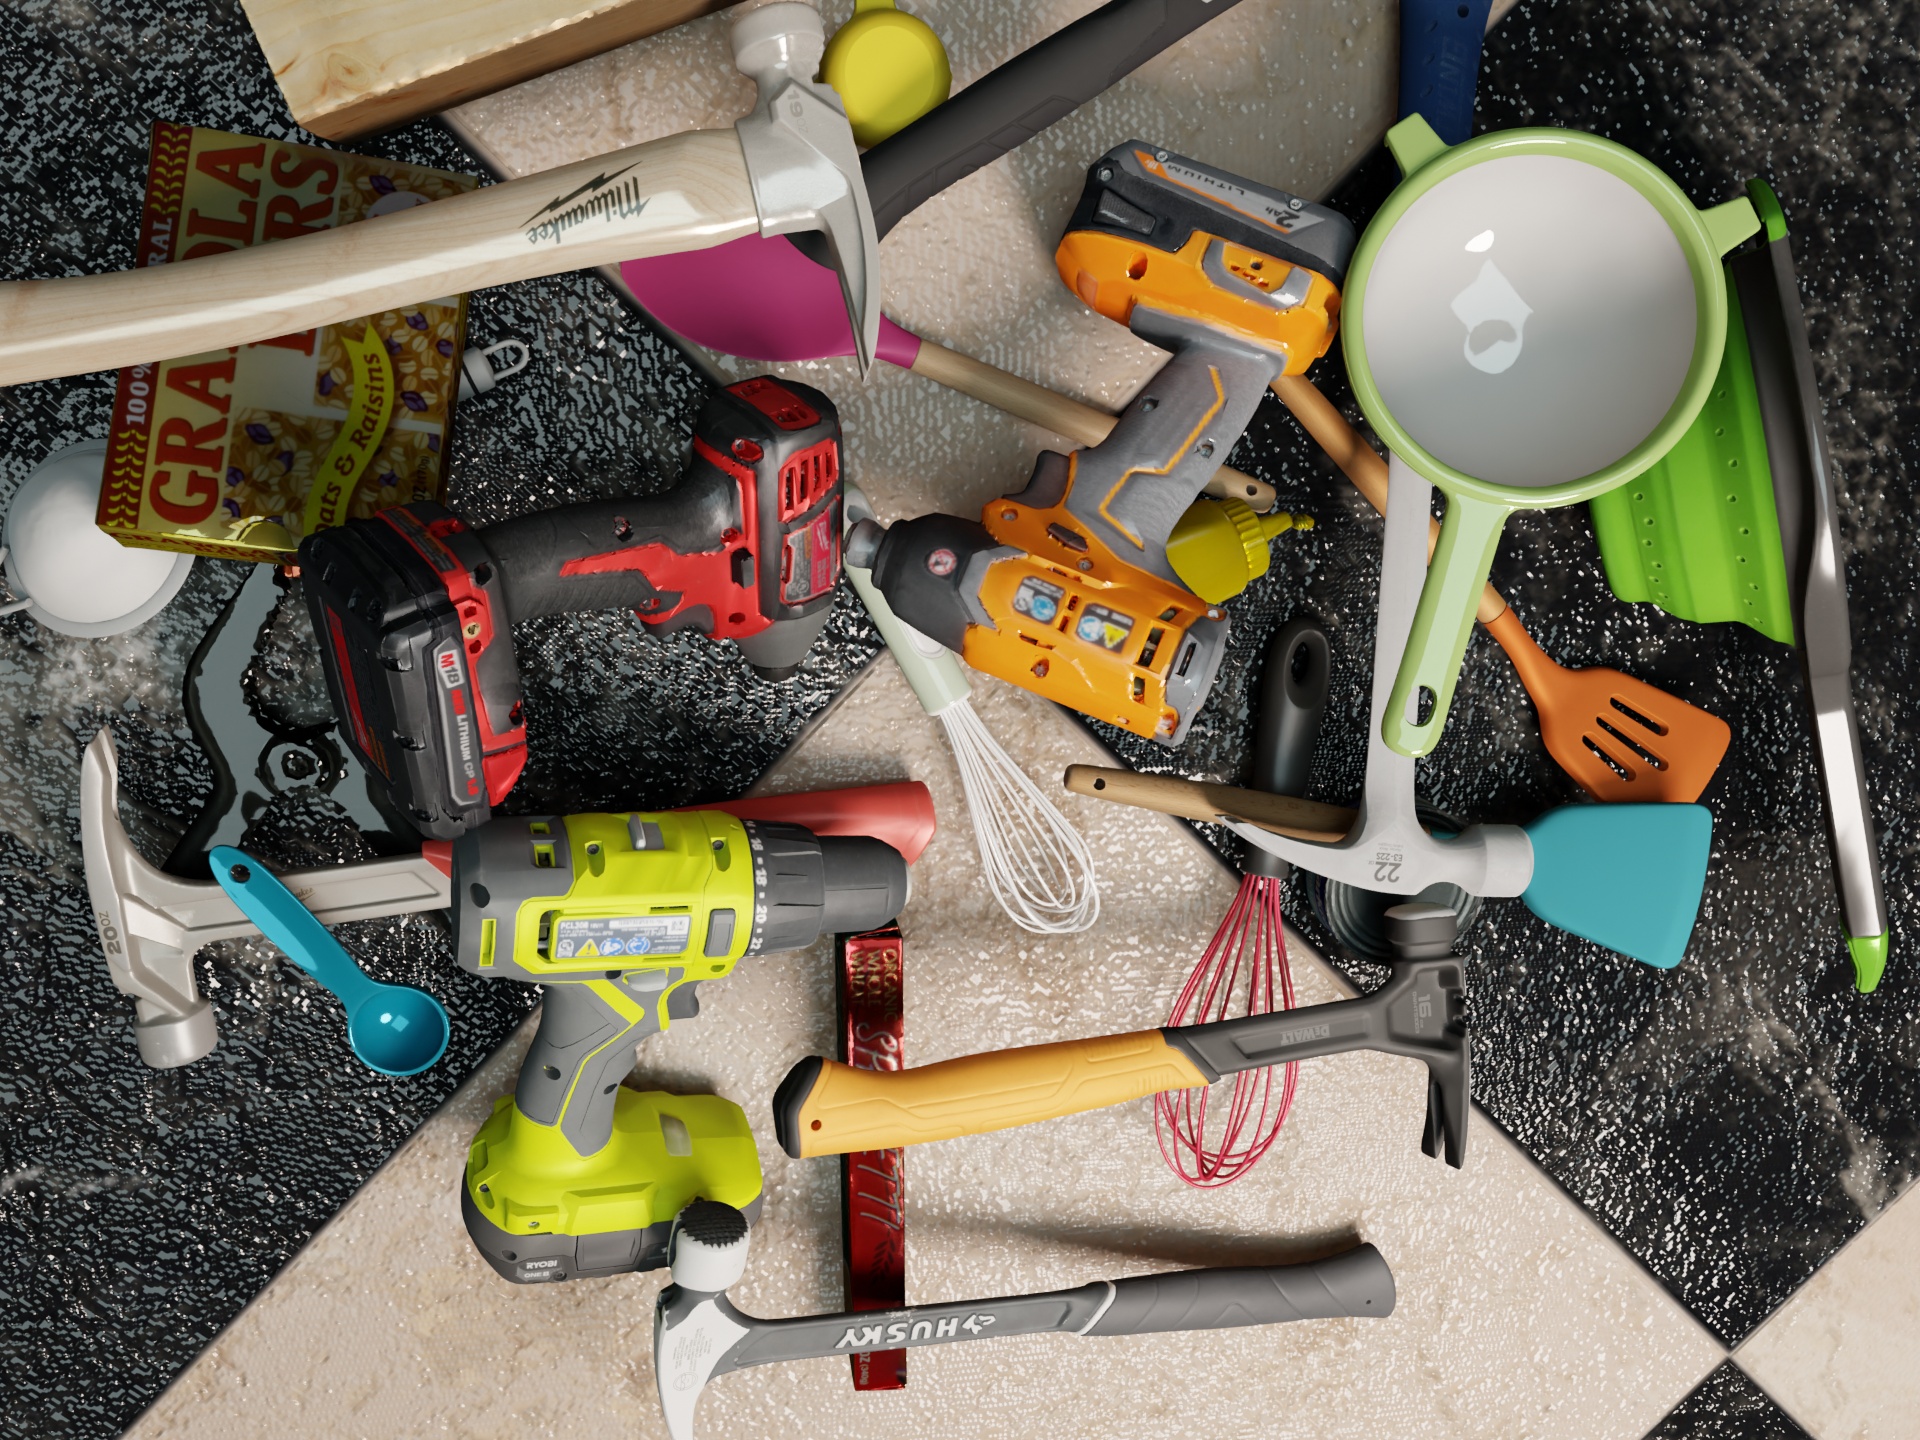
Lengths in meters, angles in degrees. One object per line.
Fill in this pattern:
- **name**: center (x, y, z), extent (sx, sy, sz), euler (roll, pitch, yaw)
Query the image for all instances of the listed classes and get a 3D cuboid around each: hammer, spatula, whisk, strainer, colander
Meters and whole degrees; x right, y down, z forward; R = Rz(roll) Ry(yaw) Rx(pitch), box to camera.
- **hammer**: center (0.082, 0.166, 0.733), extent (0.336, 0.034, 0.127), euler (-5, 92, -16)
- **spatula**: center (0.203, 0.053, 0.757), extent (0.317, 0.044, 0.082), euler (10, 94, -13)
- **whisk**: center (-0.001, -0.002, 0.748), extent (0.058, 0.059, 0.246), euler (-40, 106, -38)
- **strainer**: center (0.216, -0.111, 0.665), extent (0.151, 0.069, 0.256), euler (15, 95, 3)
- **whisk**: center (0.147, 0.095, 0.793), extent (0.073, 0.073, 0.296), euler (7, 97, -11)
- **colander**: center (0.363, -0.042, 0.751), extent (0.094, 0.204, 0.396), euler (-10, 111, 26)
- **strainer**: center (-0.304, -0.108, 0.672), extent (0.258, 0.050, 0.087), euler (-26, 82, -8)
- **hammer**: center (0.069, -0.287, 0.648), extent (0.335, 0.035, 0.146), euler (-29, 136, 9)
- **hammer**: center (0.198, -0.123, 0.716), extent (0.144, 0.035, 0.405), euler (3, 93, -8)
- **hammer**: center (0.047, 0.301, 0.797), extent (0.408, 0.036, 0.149), euler (4, 110, -23)
- **hammer**: center (-0.188, 0.056, 0.712), extent (0.359, 0.037, 0.149), euler (-7, 109, -15)
- **hammer**: center (-0.235, -0.161, 0.606), extent (0.410, 0.038, 0.146), euler (-14, 90, -8)
- **spatula**: center (0.251, -0.070, 0.773), extent (0.322, 0.041, 0.081), euler (43, 78, -15)

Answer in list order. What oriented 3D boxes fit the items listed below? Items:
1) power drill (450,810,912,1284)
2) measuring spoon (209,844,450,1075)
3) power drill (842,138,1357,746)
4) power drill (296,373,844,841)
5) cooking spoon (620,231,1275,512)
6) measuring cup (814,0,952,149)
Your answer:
- **power drill**: center (-0.130, 0.138, 0.708), extent (0.190, 0.080, 0.228), euler (1, 122, -22)
- **measuring spoon**: center (-0.267, 0.098, 0.676), extent (0.042, 0.021, 0.128), euler (-39, 104, 4)
- **power drill**: center (0.059, -0.121, 0.671), extent (0.164, 0.084, 0.226), euler (22, 82, 6)
- **power drill**: center (-0.142, -0.047, 0.655), extent (0.219, 0.079, 0.143), euler (-27, 139, -32)
- **cooking spoon**: center (0.003, -0.156, 0.722), extent (0.318, 0.017, 0.069), euler (20, 83, -14)
- **measuring cup**: center (-0.036, -0.321, 0.666), extent (0.062, 0.029, 0.156), euler (-8, 108, -7)
